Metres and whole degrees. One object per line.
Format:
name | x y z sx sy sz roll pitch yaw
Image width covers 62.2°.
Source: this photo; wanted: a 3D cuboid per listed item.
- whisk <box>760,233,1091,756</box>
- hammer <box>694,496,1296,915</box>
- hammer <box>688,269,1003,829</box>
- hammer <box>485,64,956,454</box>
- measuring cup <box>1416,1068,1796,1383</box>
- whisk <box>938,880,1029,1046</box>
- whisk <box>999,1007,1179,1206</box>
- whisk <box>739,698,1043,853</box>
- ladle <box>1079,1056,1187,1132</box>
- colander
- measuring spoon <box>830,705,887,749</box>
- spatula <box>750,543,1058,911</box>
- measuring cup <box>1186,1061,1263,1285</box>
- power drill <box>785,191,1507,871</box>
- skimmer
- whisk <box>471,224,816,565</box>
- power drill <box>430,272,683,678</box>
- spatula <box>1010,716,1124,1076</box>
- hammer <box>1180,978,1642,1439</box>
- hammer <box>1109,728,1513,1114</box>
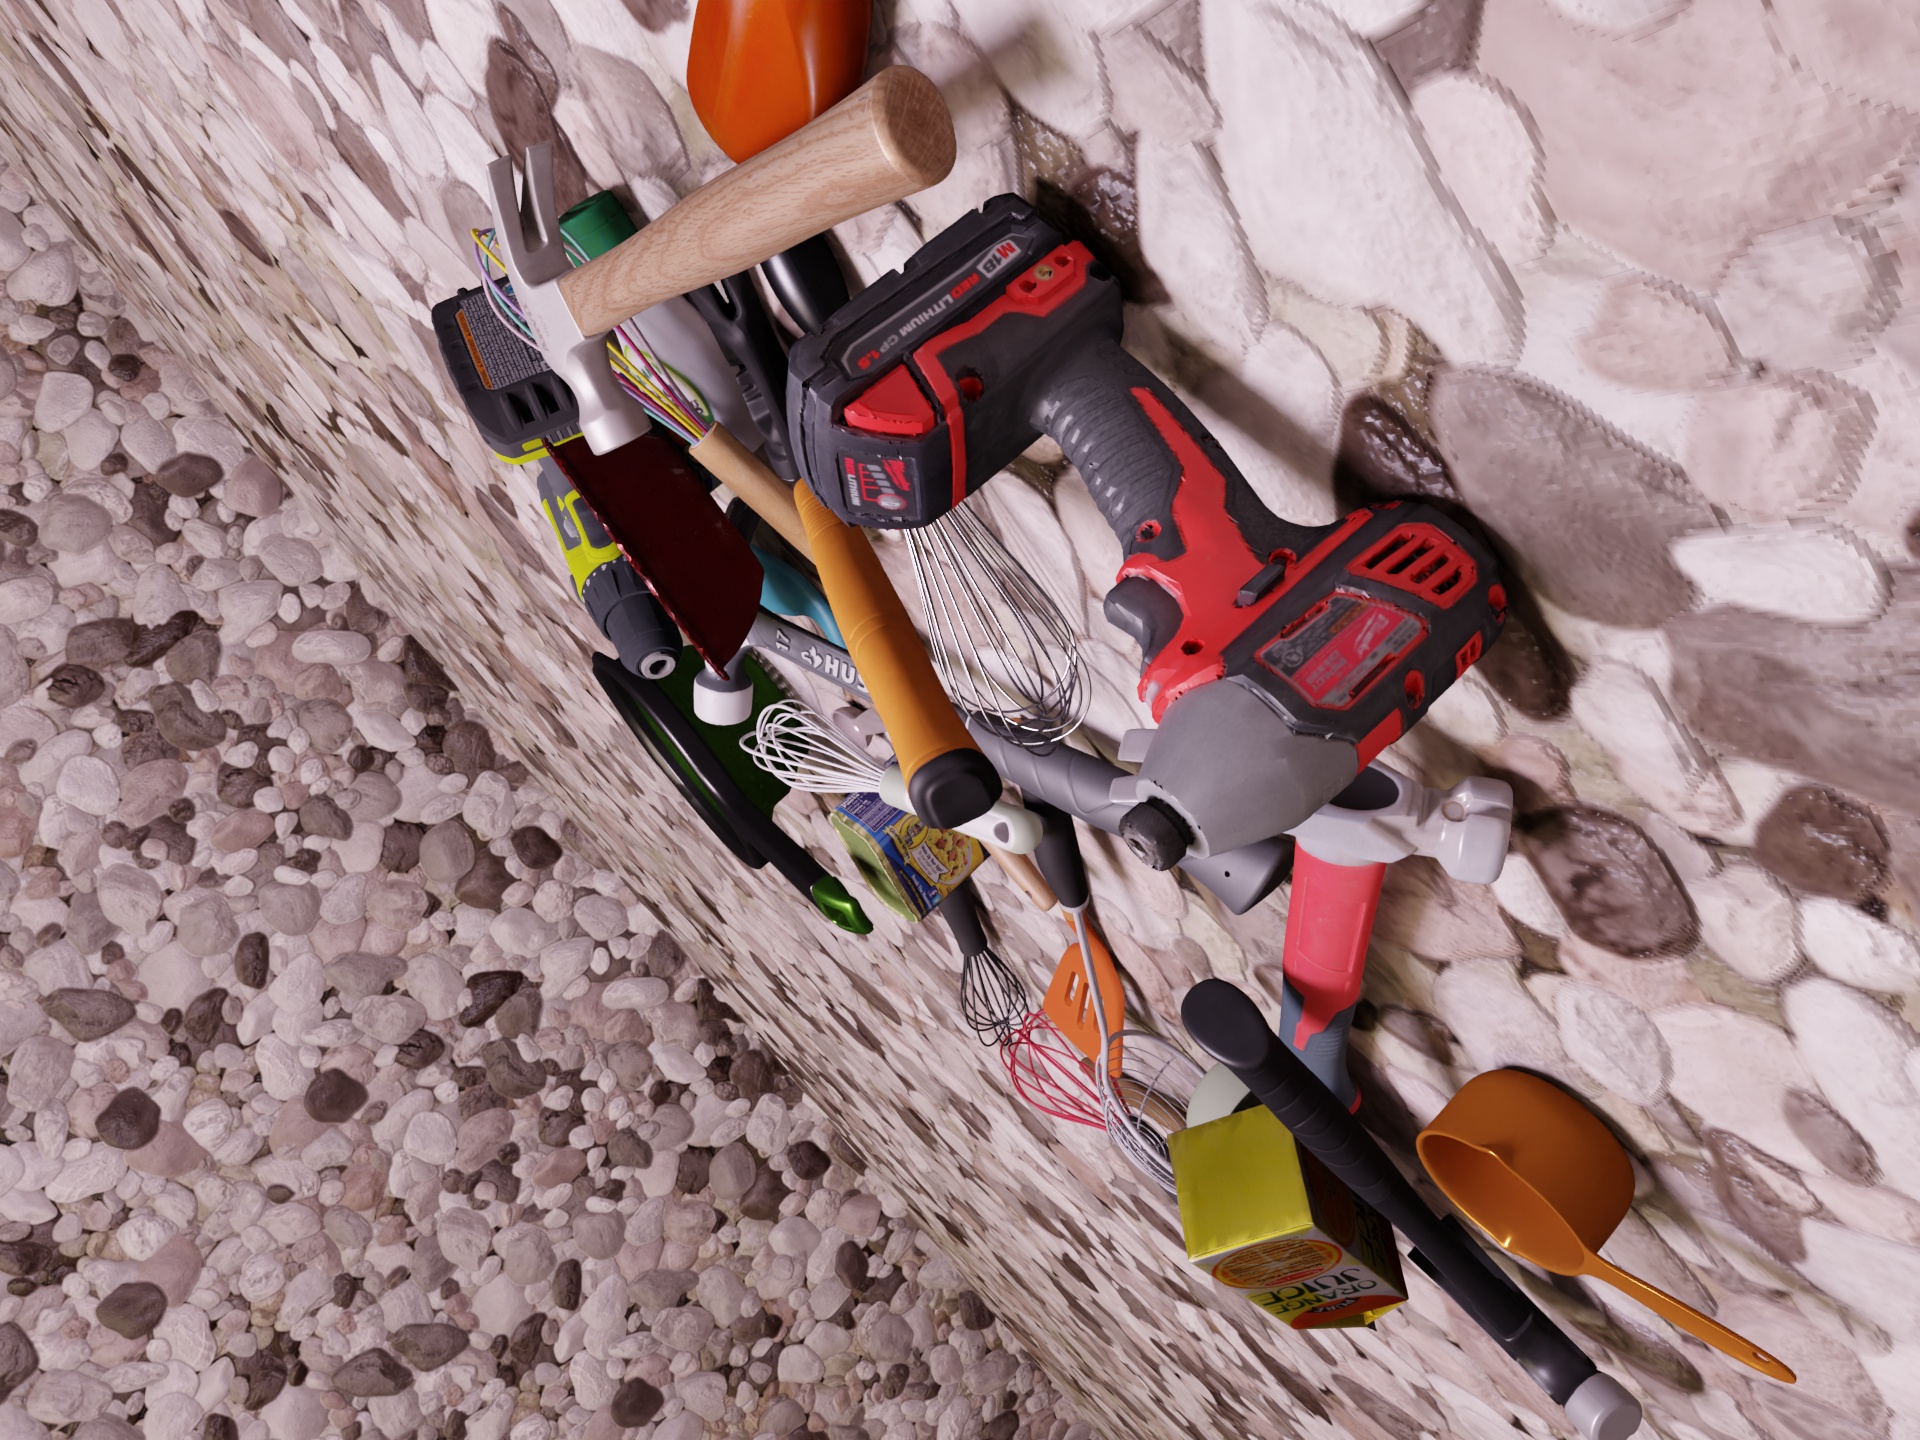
whisk | -0.019 -0.103 0.710 0.070 0.070 0.284 12 136 60
hammer | -0.001 -0.003 0.848 0.409 0.036 0.149 26 121 35
hammer | -0.053 -0.080 0.653 0.337 0.034 0.127 -116 1 -47
hammer | -0.103 -0.183 0.604 0.331 0.031 0.130 3 123 57
measuring cup | 0.285 0.215 0.690 0.174 0.052 0.095 28 153 40
whisk | 0.007 0.173 1.220 0.055 0.055 0.238 30 151 41
whisk | 0.111 0.280 1.126 0.073 0.073 0.296 58 167 -28
whisk | -0.045 0.035 0.937 0.246 0.059 0.057 18 113 43
ladle | 0.166 0.305 1.124 0.078 0.062 0.320 36 171 -27
colander | -0.138 0.035 1.142 0.397 0.094 0.204 33 157 51
measuring spoon | -0.051 -0.004 1.048 0.034 0.018 0.124 51 154 -11
spatula | -0.053 -0.002 0.974 0.318 0.044 0.082 50 155 12
measuring cup | 0.164 0.267 0.952 0.038 0.083 0.167 40 133 47
power drill | 0.050 -0.058 0.517 0.220 0.143 0.078 43 164 18
skimmer | 0.107 0.145 0.947 0.127 0.090 0.363 -97 -7 -58
whisk | -0.145 -0.160 0.800 0.244 0.051 0.047 42 161 -24
power drill | -0.240 -0.148 1.000 0.228 0.080 0.191 77 167 -55
spatula | 0.060 0.111 0.987 0.081 0.041 0.322 39 159 39
hammer | 0.210 0.231 0.784 0.334 0.035 0.146 46 178 -28
hammer | 0.151 0.115 0.735 0.143 0.038 0.385 9 152 14
